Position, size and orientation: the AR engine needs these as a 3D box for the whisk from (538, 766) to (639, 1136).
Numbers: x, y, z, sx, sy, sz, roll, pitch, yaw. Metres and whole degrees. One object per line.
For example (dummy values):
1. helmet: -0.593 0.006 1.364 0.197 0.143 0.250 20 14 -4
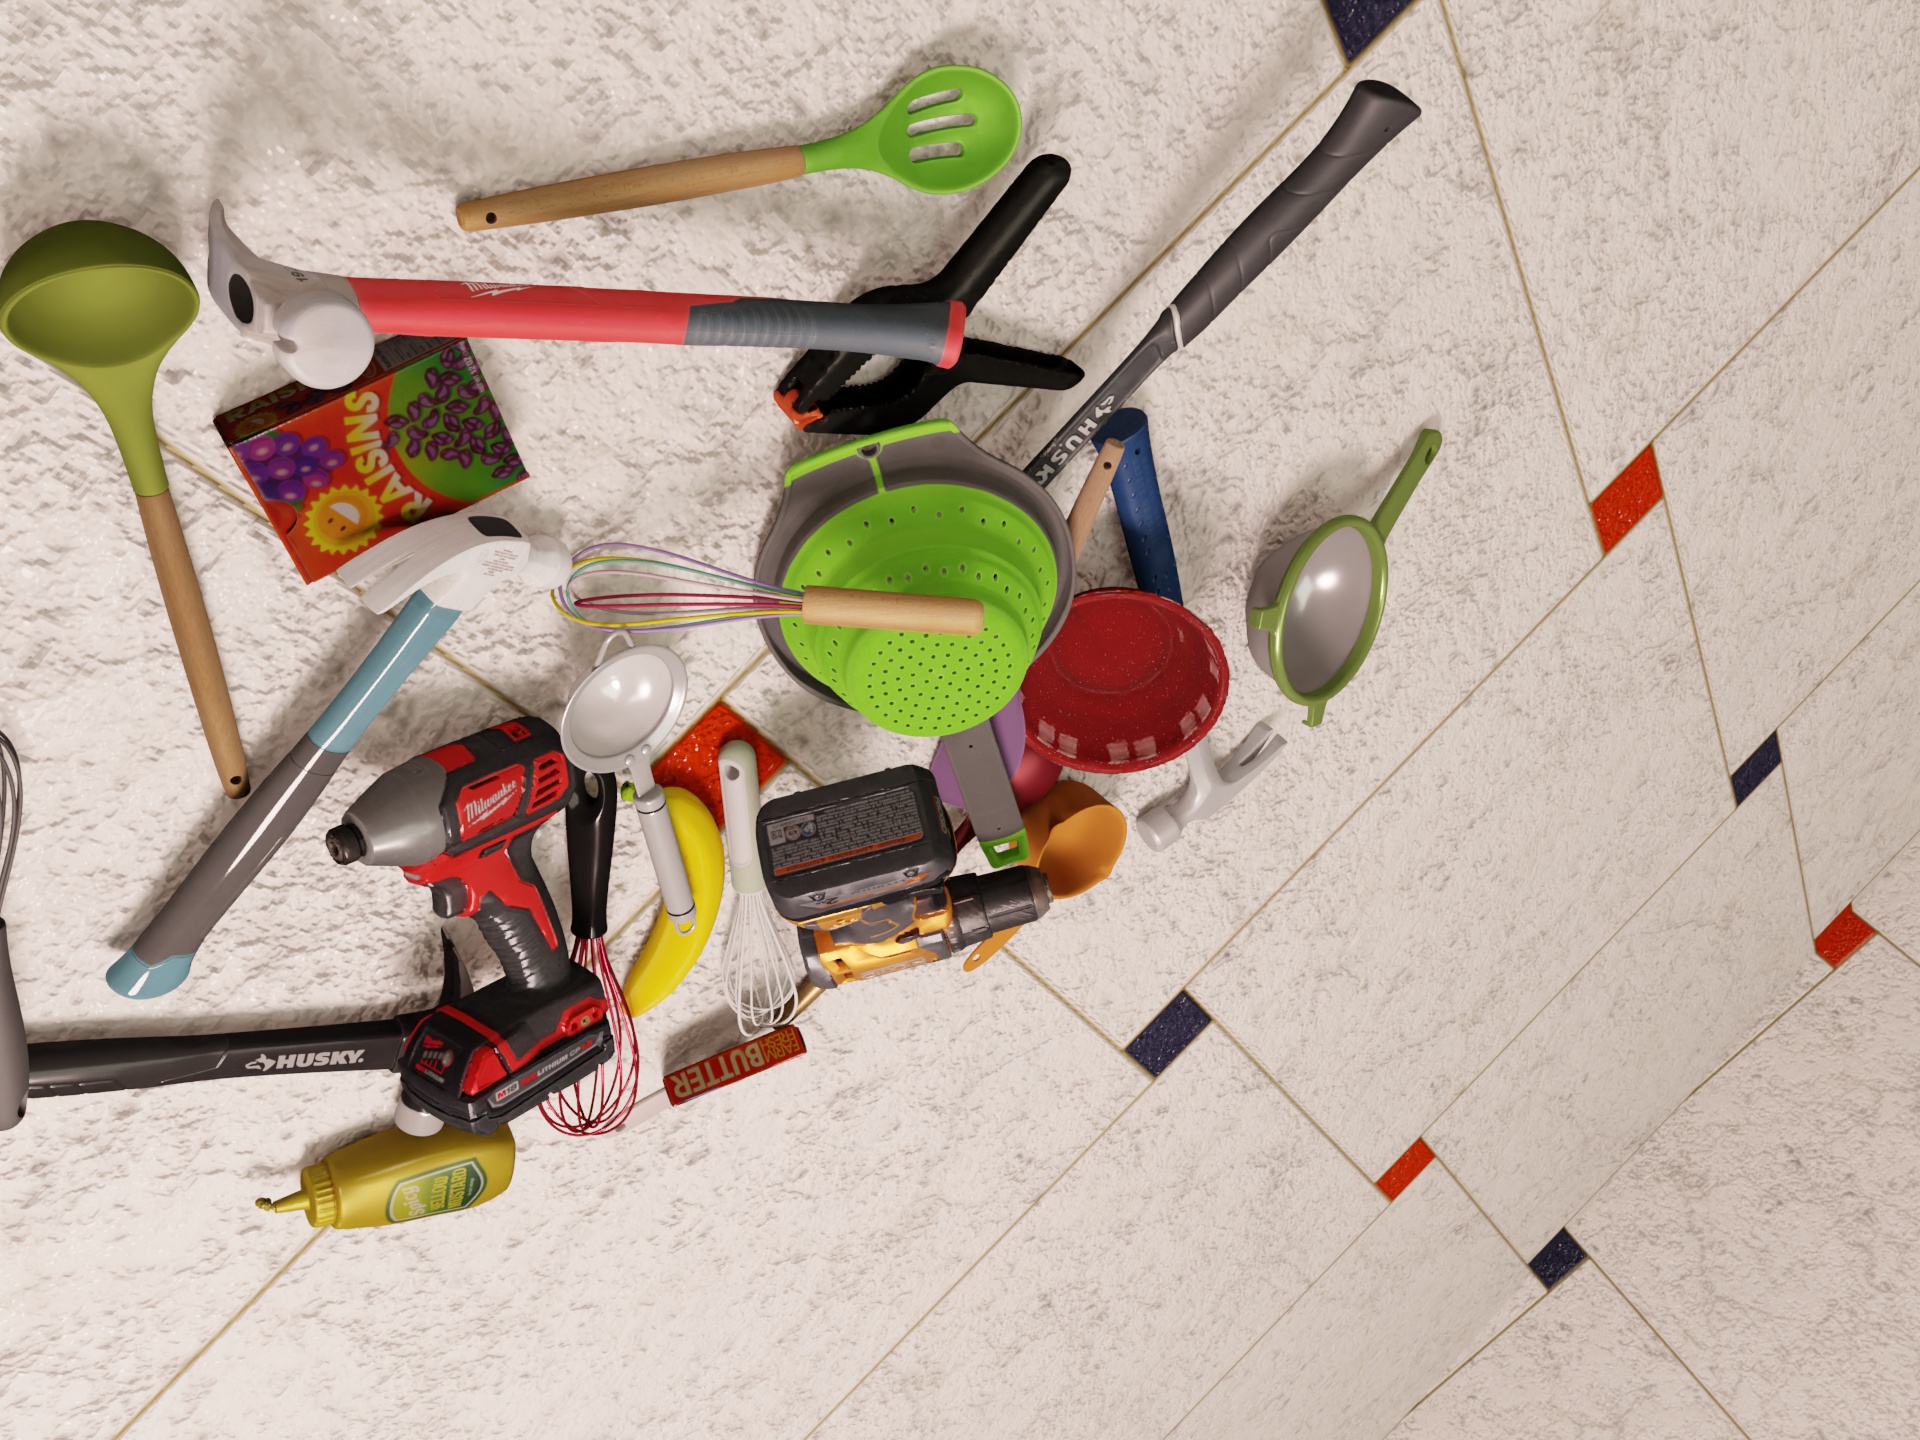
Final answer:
1. whisk: -0.240 0.152 1.032 0.073 0.073 0.295 -11 121 -33

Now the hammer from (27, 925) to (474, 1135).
1. hammer: -0.442 0.191 0.916 0.334 0.035 0.146 5 118 -40

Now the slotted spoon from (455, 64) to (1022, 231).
1. slotted spoon: -0.108 -0.291 0.832 0.313 0.031 0.070 -20 131 -24

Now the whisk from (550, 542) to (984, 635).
1. whisk: -0.109 -0.063 0.893 0.245 0.047 0.051 5 113 3

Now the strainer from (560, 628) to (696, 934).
1. strainer: -0.193 0.041 0.965 0.087 0.050 0.258 -33 136 -29

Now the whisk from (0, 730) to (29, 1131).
1. whisk: -0.486 0.105 0.788 0.055 0.055 0.238 -9 117 -34

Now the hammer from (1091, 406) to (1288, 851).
1. hammer: 0.163 -0.066 1.206 0.144 0.035 0.405 -34 136 -13

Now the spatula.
1. spatula: 0.047 -0.055 1.080 0.059 0.018 0.315 17 126 -8

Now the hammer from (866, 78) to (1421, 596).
1. hammer: 0.122 -0.226 0.986 0.409 0.036 0.149 -45 139 19

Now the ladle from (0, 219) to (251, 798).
1. ladle: -0.375 -0.081 0.754 0.078 0.062 0.320 -17 132 -25

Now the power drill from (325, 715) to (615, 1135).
1. power drill: -0.281 0.118 0.920 0.143 0.079 0.219 -27 122 -44

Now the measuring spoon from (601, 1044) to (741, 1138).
1. measuring spoon: -0.207 0.280 1.179 0.124 0.018 0.034 -27 134 -20

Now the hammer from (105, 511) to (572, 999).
1. hammer: -0.344 0.022 0.849 0.331 0.033 0.128 -49 165 9

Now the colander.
1. colander: -0.002 -0.003 1.029 0.204 0.095 0.396 -17 135 2

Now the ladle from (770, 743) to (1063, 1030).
1. ladle: -0.031 0.118 1.195 0.315 0.031 0.069 -46 127 1

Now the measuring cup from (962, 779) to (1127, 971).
1. measuring cup: 0.052 0.120 1.244 0.173 0.052 0.095 -46 137 2

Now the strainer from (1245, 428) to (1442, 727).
1. strainer: 0.293 -0.134 1.250 0.256 0.069 0.151 -56 138 -15

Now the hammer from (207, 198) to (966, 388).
1. hammer: -0.160 -0.205 0.788 0.386 0.143 0.038 -9 127 -40

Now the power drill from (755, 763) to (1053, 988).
1. power drill: -0.033 0.110 1.076 0.185 0.084 0.226 -14 153 0

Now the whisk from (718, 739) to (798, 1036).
1. whisk: -0.145 0.119 1.092 0.059 0.058 0.246 -52 148 -51
